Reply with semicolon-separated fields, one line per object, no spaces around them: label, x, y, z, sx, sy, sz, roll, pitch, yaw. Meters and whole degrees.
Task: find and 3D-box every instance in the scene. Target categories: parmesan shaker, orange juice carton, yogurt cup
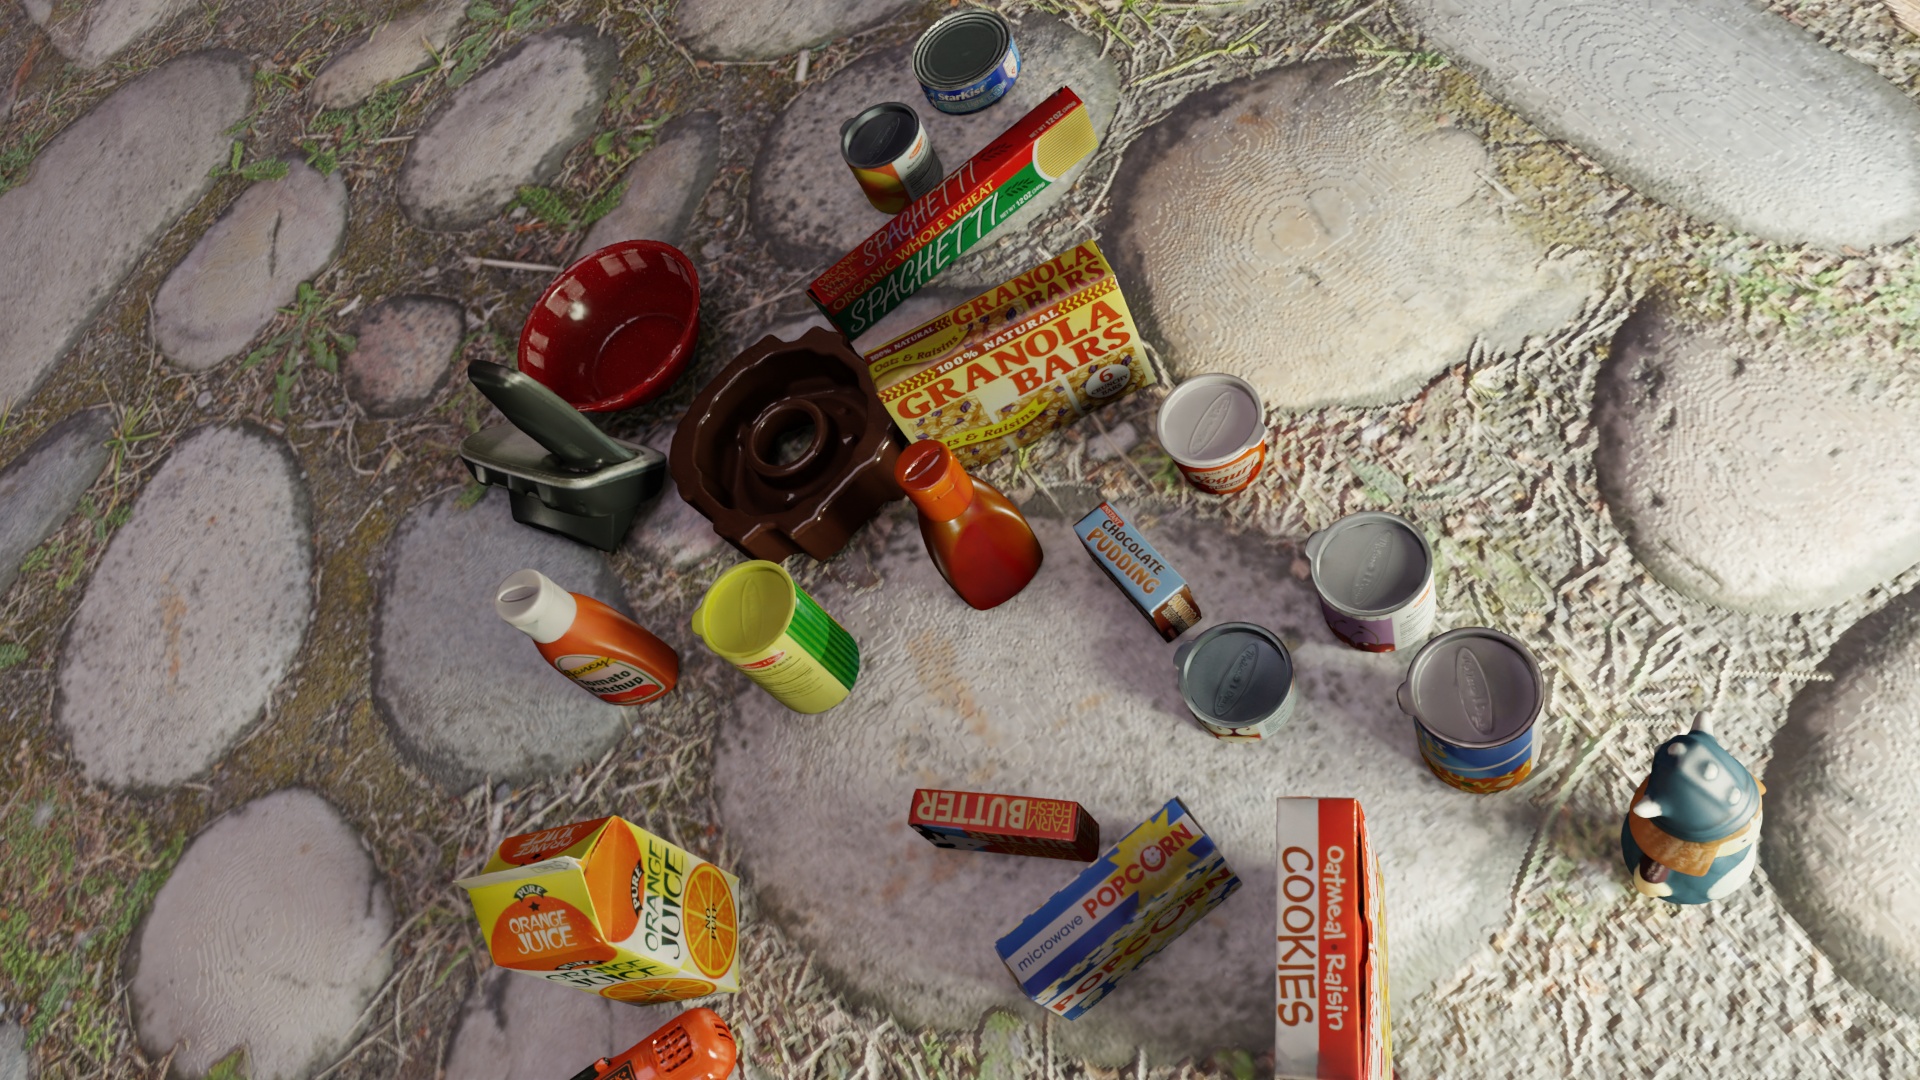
parmesan shaker;-0.117;0.064;0.894;0.071;0.102;0.071;-9;61;17
orange juice carton;-0.202;0.211;0.795;0.072;0.192;0.073;-13;60;15
yogurt cup;0.162;-0.065;0.884;0.072;0.053;0.073;-9;61;17

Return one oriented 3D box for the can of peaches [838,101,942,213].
can of peaches;-0.055;-0.301;1.093;0.071;0.058;0.071;-9;61;17

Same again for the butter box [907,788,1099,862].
butter box;0.026;0.167;0.813;0.103;0.053;0.024;1;64;22

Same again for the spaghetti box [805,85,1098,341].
spaghetti box;-0.004;-0.245;1.048;0.250;0.050;0.029;-39;57;-2

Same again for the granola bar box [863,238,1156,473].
granola bar box;0.035;-0.115;0.918;0.165;0.124;0.039;-26;57;7

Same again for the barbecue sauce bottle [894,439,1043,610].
barbecue sauce bottle;0.003;-0.011;0.861;0.065;0.148;0.044;-41;57;-3

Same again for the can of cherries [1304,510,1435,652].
can of cherries;0.238;0.023;0.804;0.071;0.058;0.072;-9;61;17

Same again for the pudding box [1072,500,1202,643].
pudding box;0.110;0.019;0.862;0.030;0.049;0.084;-39;56;-1

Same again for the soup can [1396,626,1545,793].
soup can;0.272;0.092;0.739;0.071;0.083;0.071;-9;61;17

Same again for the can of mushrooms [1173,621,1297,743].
can of mushrooms;0.162;0.083;0.817;0.071;0.033;0.071;-9;60;17

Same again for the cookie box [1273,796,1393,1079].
cookie box;0.181;0.205;0.664;0.040;0.167;0.123;-4;62;20

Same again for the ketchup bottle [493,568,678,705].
ketchup bottle;-0.249;0.064;0.919;0.064;0.148;0.044;-13;60;15

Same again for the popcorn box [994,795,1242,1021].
popcorn box;0.087;0.201;0.751;0.127;0.085;0.038;-39;57;-2
